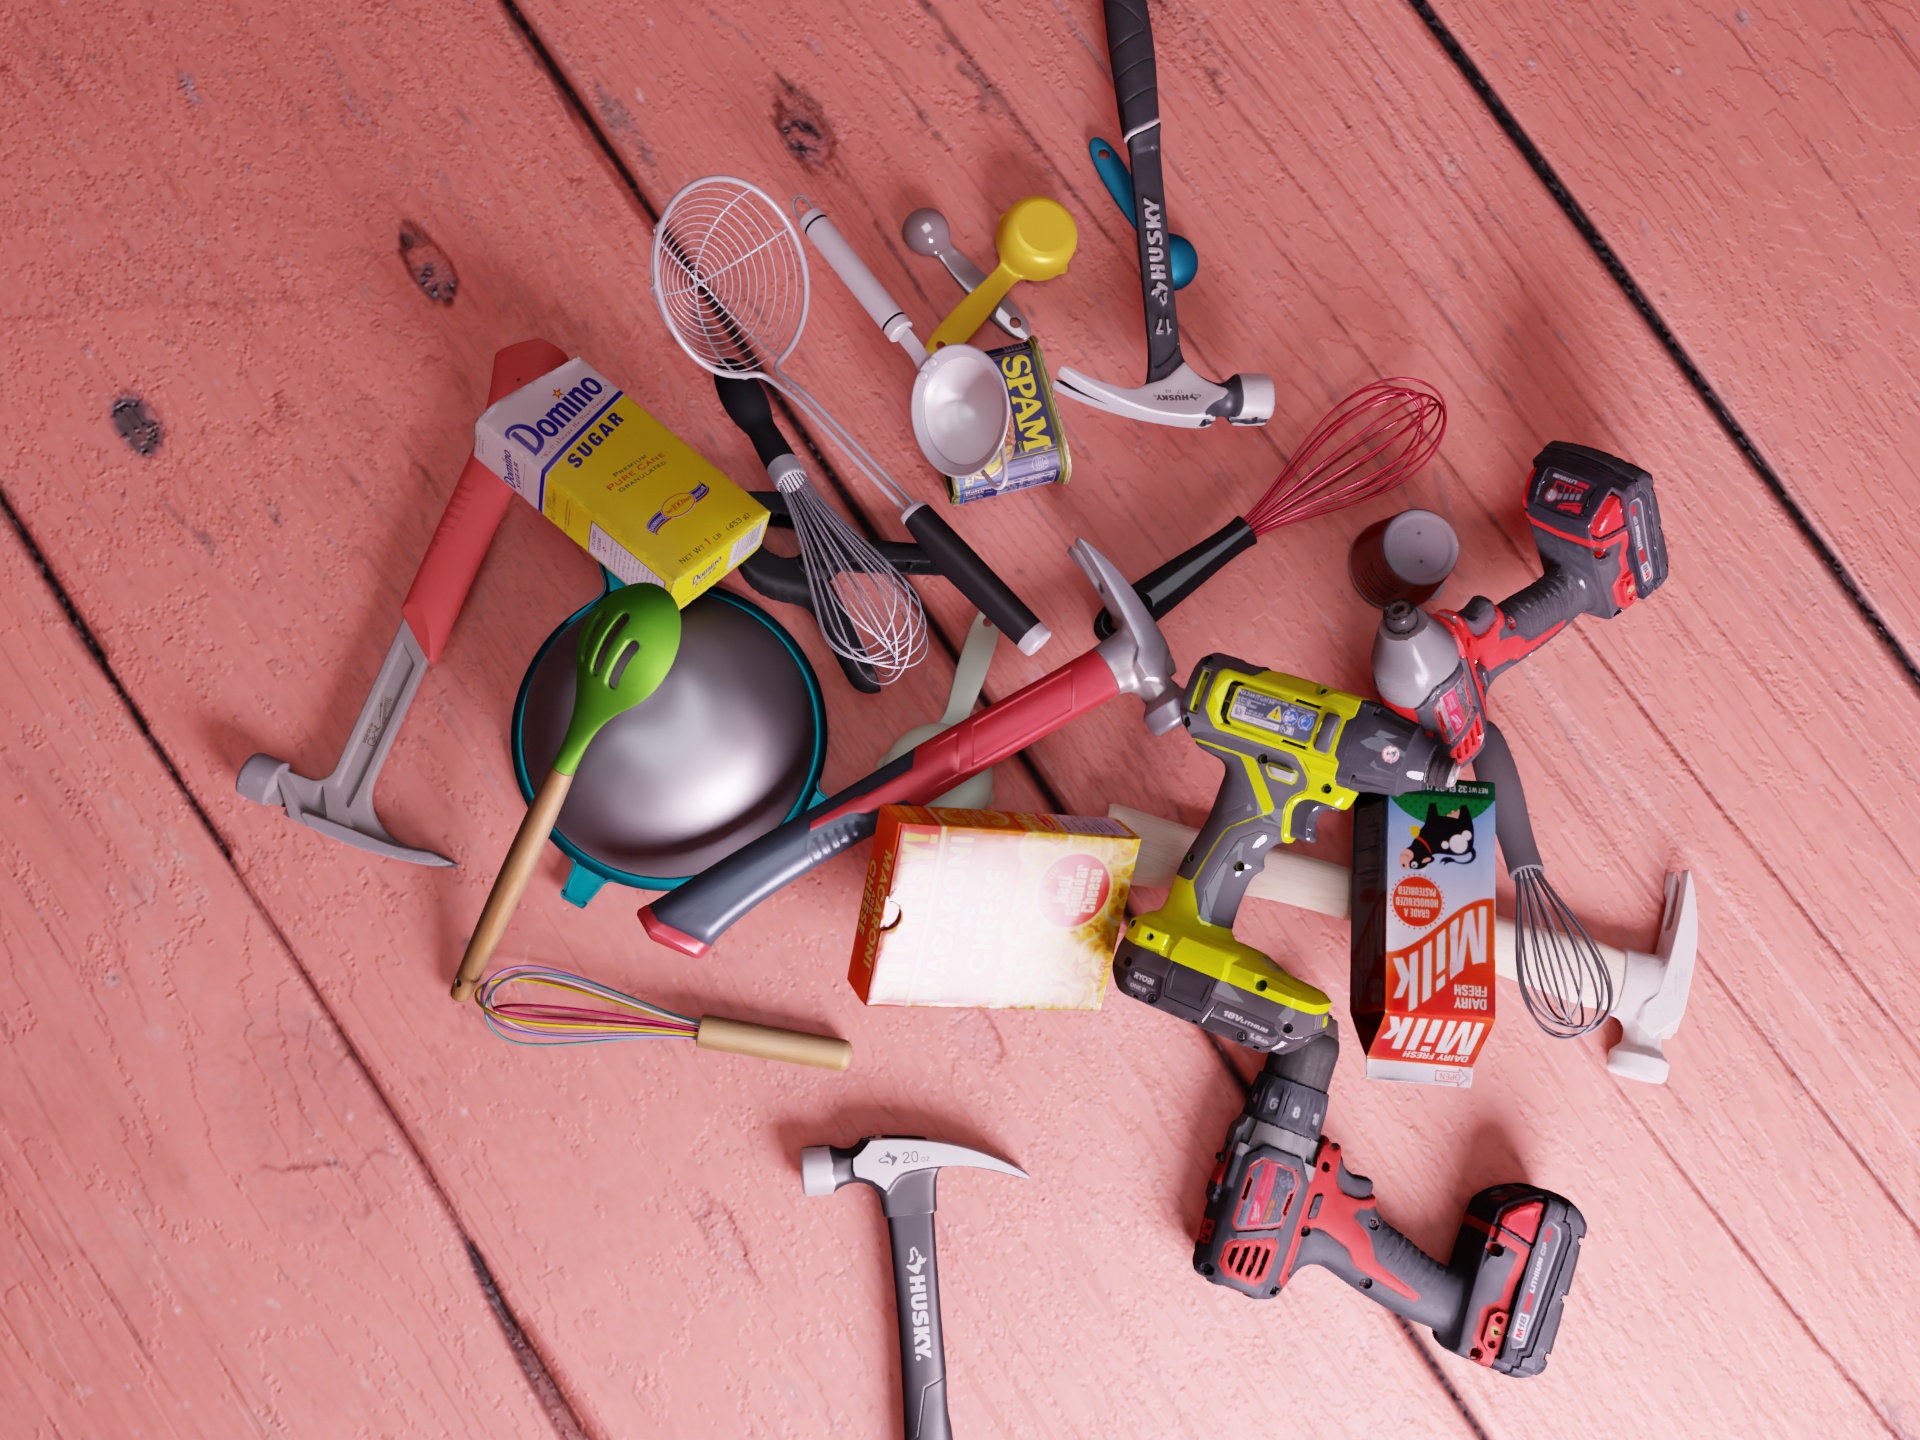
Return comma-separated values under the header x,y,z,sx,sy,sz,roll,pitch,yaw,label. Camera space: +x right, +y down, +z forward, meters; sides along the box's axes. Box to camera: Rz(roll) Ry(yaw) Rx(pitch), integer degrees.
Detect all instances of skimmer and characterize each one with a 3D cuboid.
x,y,z,sx,sy,sz,roll,pitch,yaw,label
-0.061,-0.194,1.023,0.363,0.090,0.127,47,52,8,skimmer

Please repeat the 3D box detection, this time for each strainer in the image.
x,y,z,sx,sy,sz,roll,pitch,yaw,label
-0.211,-0.057,1.038,0.211,0.095,0.340,-17,84,-6,strainer
-0.035,-0.256,1.056,0.050,0.087,0.258,-24,73,-49,strainer

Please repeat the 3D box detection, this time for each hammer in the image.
x,y,z,sx,sy,sz,roll,pitch,yaw,label
0.125,-0.399,1.126,0.149,0.036,0.409,-2,76,-10,hammer
-0.038,0.025,1.024,0.386,0.038,0.143,-29,84,-14,hammer
0.296,0.119,1.080,0.410,0.038,0.146,17,79,-1,hammer
-0.338,-0.087,1.063,0.149,0.036,0.359,22,81,-1,hammer
-0.016,0.433,1.011,0.146,0.035,0.335,-5,82,-4,hammer

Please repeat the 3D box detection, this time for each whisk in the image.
x,y,z,sx,sy,sz,roll,pitch,yaw,label
0.373,0.097,1.044,0.055,0.055,0.239,-2,55,-5,whisk
-0.192,0.200,1.029,0.245,0.047,0.051,11,80,-6,whisk
-0.101,-0.139,1.047,0.070,0.070,0.285,-27,63,-8,whisk
0.215,-0.143,1.104,0.296,0.073,0.073,-35,86,-2,whisk

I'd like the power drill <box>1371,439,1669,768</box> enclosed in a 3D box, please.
x,y,z,sx,sy,sz,roll,pitch,yaw,label
0.365,-0.079,1.065,0.219,0.079,0.143,-42,131,-9,power drill

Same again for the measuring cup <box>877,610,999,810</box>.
x,y,z,sx,sy,sz,roll,pitch,yaw,label
-0.002,-0.003,1.073,0.083,0.038,0.167,18,83,-1,measuring cup

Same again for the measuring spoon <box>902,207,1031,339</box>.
x,y,z,sx,sy,sz,roll,pitch,yaw,label
0.007,-0.319,1.131,0.034,0.018,0.124,-43,88,-9,measuring spoon

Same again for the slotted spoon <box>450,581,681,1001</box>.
x,y,z,sx,sy,sz,roll,pitch,yaw,label
-0.255,0.052,0.984,0.070,0.031,0.313,39,112,25,slotted spoon

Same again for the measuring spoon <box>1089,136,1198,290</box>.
x,y,z,sx,sy,sz,roll,pitch,yaw,label
0.130,-0.369,1.146,0.042,0.021,0.128,-30,87,-8,measuring spoon

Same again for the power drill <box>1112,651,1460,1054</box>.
x,y,z,sx,sy,sz,roll,pitch,yaw,label
0.198,0.085,0.993,0.171,0.080,0.223,20,92,25,power drill

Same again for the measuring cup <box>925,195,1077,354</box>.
x,y,z,sx,sy,sz,roll,pitch,yaw,label
0.026,-0.308,1.114,0.062,0.029,0.156,40,71,-4,measuring cup

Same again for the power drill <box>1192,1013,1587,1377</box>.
x,y,z,sx,sy,sz,roll,pitch,yaw,label
0.279,0.305,1.033,0.226,0.080,0.188,20,80,2,power drill
